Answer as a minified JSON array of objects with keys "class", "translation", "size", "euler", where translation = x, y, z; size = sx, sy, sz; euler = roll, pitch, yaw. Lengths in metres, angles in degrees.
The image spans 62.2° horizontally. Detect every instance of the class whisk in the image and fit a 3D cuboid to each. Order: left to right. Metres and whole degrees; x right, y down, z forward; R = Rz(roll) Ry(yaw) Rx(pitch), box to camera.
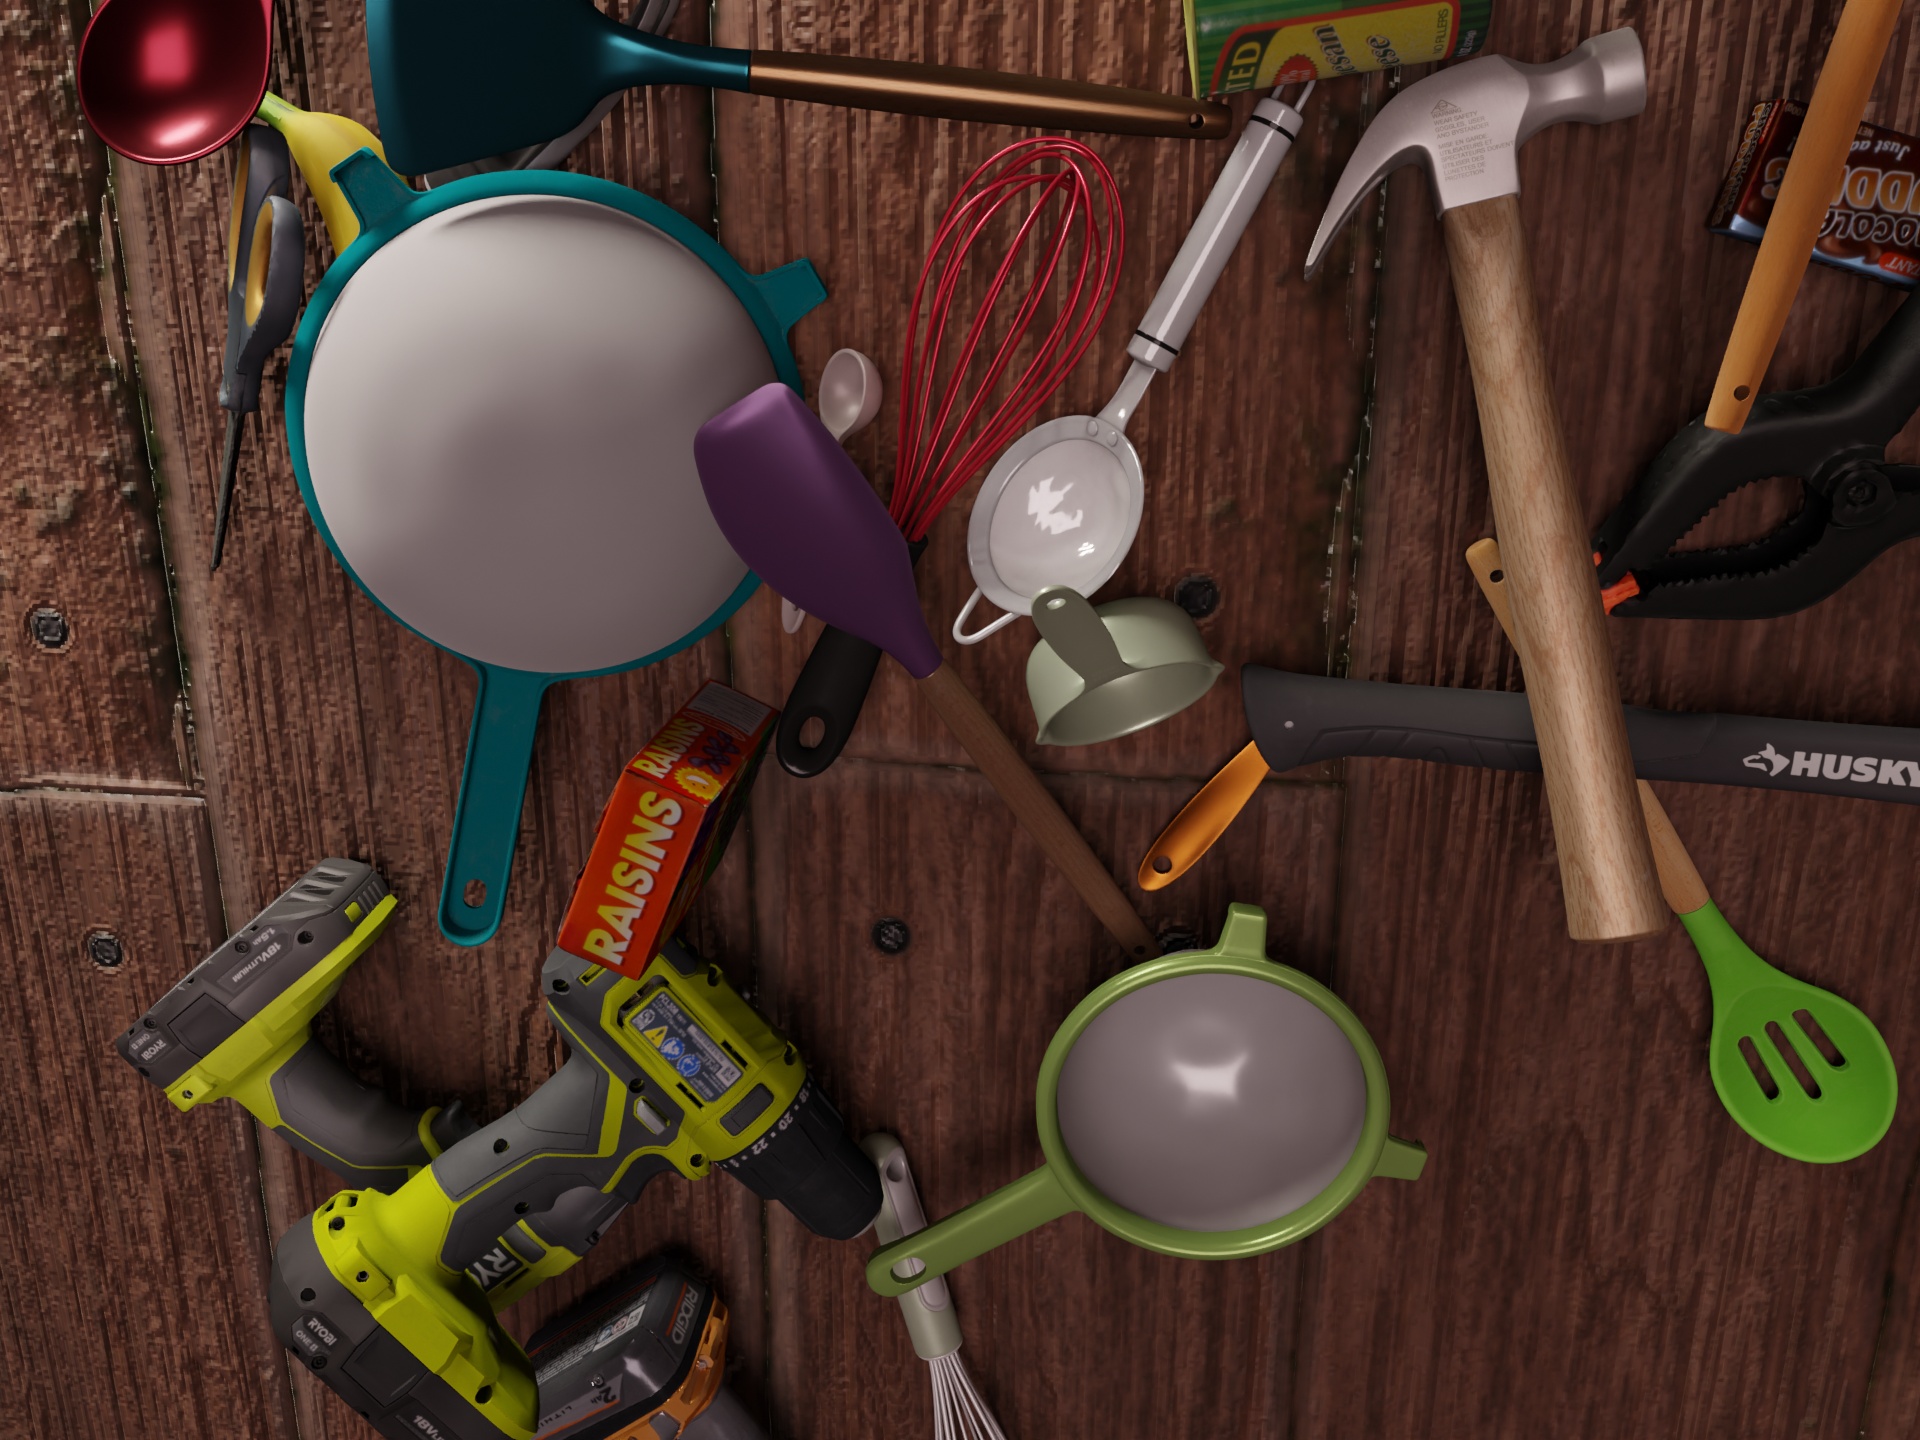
[{"class":"whisk","translation":[-0.015,-0.093,0.645],"size":[0.073,0.073,0.295],"euler":[26,118,-1]},{"class":"whisk","translation":[-0.008,0.315,0.785],"size":[0.059,0.058,0.246],"euler":[-7,104,41]}]

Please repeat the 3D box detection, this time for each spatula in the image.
[{"class":"spatula","translation":[-0.053,-0.236,0.595],"size":[0.317,0.044,0.082],"euler":[4,121,-4]},{"class":"spatula","translation":[-0.001,-0.002,0.655],"size":[0.060,0.018,0.315],"euler":[-30,117,16]},{"class":"spatula","translation":[0.316,-0.259,0.549],"size":[0.081,0.041,0.322],"euler":[15,104,2]}]

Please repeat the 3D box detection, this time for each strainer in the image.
[{"class":"strainer","translation":[-0.180,-0.044,0.642],"size":[0.211,0.095,0.340],"euler":[11,108,-11]},{"class":"strainer","translation":[0.066,0.185,0.720],"size":[0.256,0.069,0.151],"euler":[-32,104,16]},{"class":"strainer","translation":[0.074,-0.138,0.633],"size":[0.087,0.050,0.258],"euler":[40,108,40]}]

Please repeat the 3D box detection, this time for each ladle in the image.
[{"class":"ladle","translation":[-0.226,-0.337,0.580],"size":[0.069,0.031,0.315],"euler":[40,108,-7]}]

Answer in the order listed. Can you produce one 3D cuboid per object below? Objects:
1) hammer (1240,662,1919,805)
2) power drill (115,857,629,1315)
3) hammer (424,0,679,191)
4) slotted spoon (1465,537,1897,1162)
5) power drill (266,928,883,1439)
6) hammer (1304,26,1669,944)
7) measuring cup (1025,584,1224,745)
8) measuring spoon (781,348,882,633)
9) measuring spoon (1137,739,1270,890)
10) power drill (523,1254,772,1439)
[{"class":"hammer","translation":[0.279,0.004,0.629],"size":[0.335,0.035,0.146],"euler":[5,109,9]},{"class":"power drill","translation":[-0.266,0.182,0.762],"size":[0.171,0.080,0.223],"euler":[-38,103,12]},{"class":"hammer","translation":[-0.260,-0.359,0.609],"size":[0.127,0.034,0.336],"euler":[-39,99,17]},{"class":"slotted spoon","translation":[0.299,0.055,0.673],"size":[0.070,0.031,0.313],"euler":[-32,99,16]},{"class":"power drill","translation":[-0.163,0.216,0.706],"size":[0.228,0.080,0.190],"euler":[-42,104,-9]},{"class":"hammer","translation":[0.214,-0.080,0.597],"size":[0.130,0.031,0.331],"euler":[-11,90,14]},{"class":"measuring cup","translation":[0.050,-0.034,0.613],"size":[0.083,0.167,0.038],"euler":[-23,68,11]},{"class":"measuring spoon","translation":[-0.054,-0.093,0.664],"size":[0.018,0.034,0.124],"euler":[-1,118,-37]},{"class":"measuring spoon","translation":[0.115,0.032,0.699],"size":[0.021,0.011,0.117],"euler":[35,112,-5]},{"class":"power drill","translation":[-0.138,0.402,0.813],"size":[0.185,0.084,0.226],"euler":[-35,104,18]}]
